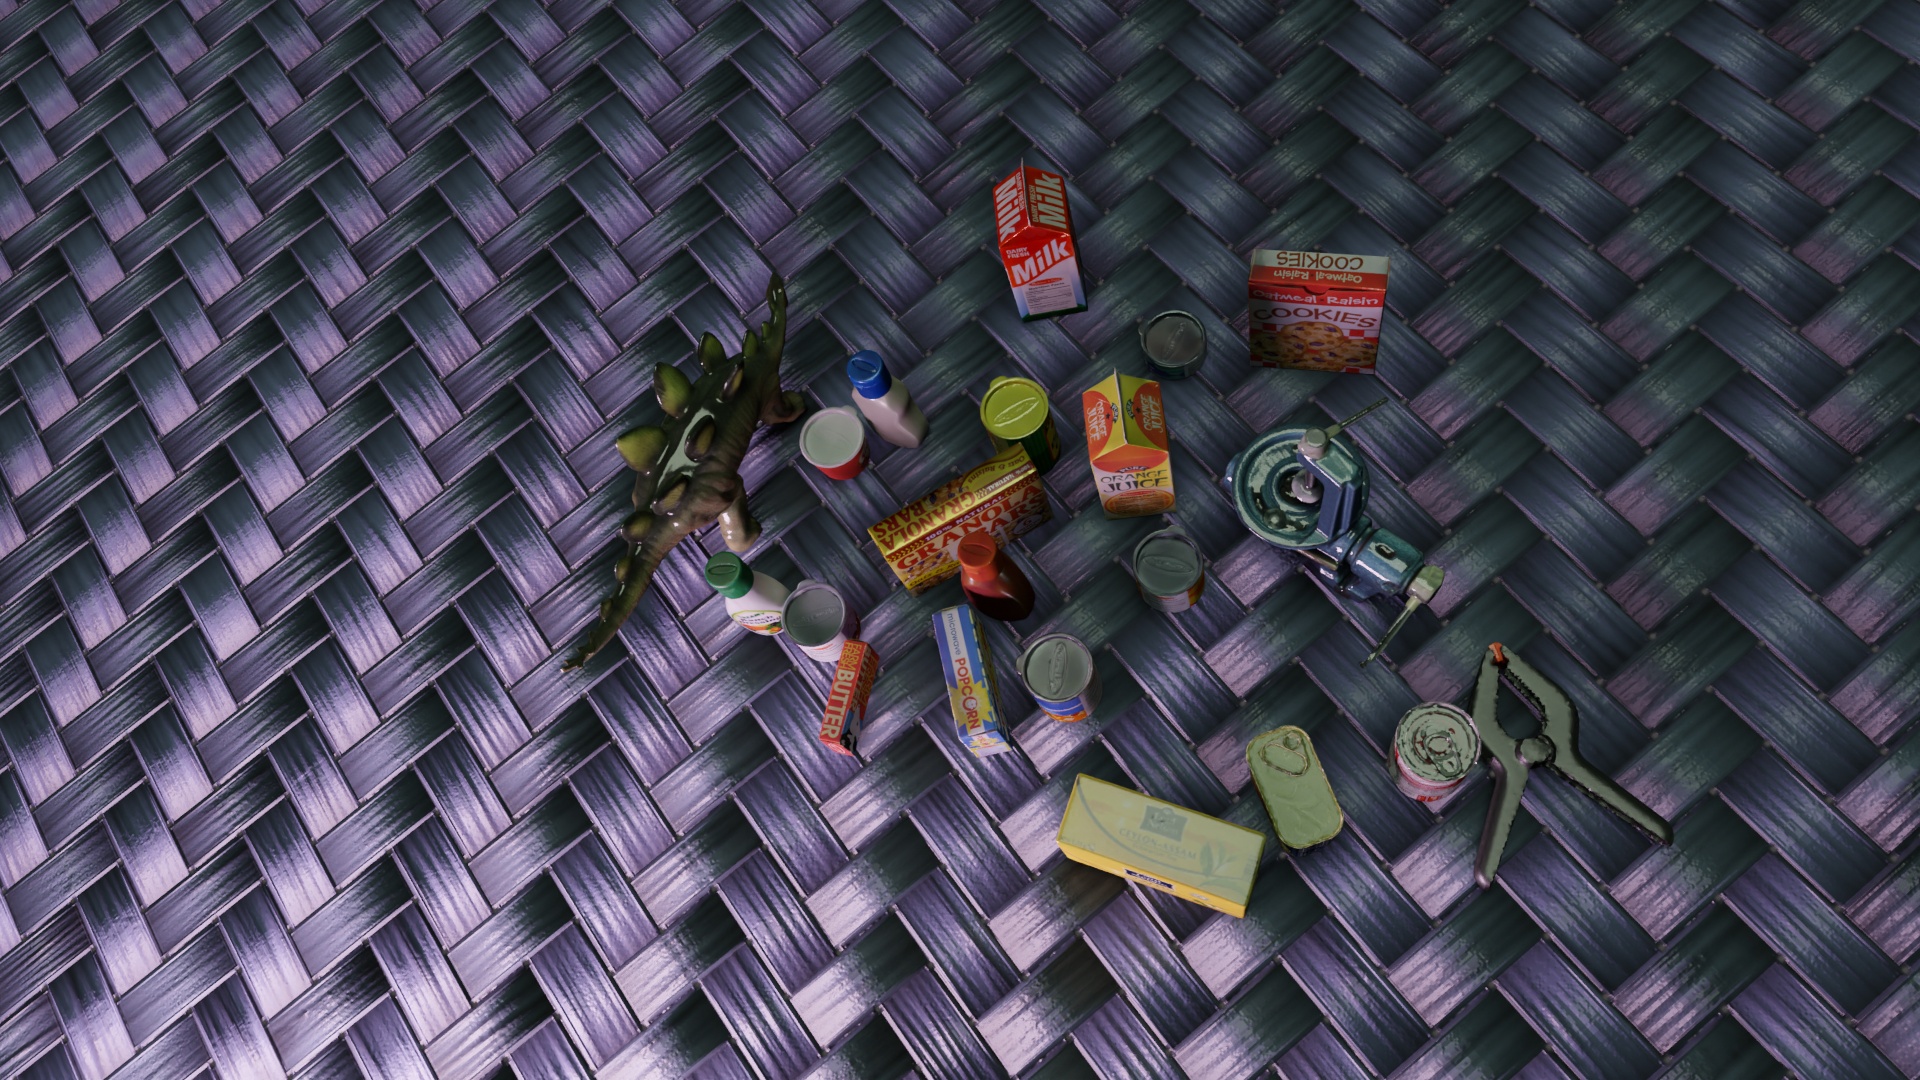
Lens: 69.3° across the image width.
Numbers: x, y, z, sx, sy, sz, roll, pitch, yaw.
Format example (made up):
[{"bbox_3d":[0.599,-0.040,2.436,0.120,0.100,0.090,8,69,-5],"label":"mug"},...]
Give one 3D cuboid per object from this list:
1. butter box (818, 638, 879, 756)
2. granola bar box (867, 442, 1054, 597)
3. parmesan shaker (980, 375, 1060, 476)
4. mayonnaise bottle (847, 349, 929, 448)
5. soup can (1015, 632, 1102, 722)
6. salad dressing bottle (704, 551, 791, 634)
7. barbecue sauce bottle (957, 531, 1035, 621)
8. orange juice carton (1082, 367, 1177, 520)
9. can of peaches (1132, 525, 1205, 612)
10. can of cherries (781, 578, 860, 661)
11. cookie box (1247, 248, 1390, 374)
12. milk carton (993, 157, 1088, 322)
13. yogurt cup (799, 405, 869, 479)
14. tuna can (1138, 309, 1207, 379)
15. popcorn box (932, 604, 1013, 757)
[{"bbox_3d":[-0.107,0.151,1.341,0.024,0.053,0.104,9,71,15],"label":"butter box"},{"bbox_3d":[0.005,-0.017,1.343,0.165,0.124,0.039,-30,67,0],"label":"granola bar box"},{"bbox_3d":[0.061,-0.112,1.380,0.071,0.103,0.071,-4,69,11],"label":"parmesan shaker"},{"bbox_3d":[-0.076,-0.142,1.396,0.065,0.147,0.041,23,76,19],"label":"mayonnaise bottle"},{"bbox_3d":[0.093,0.128,1.291,0.071,0.083,0.071,-4,69,11],"label":"soup can"},{"bbox_3d":[-0.206,0.051,1.349,0.064,0.147,0.044,-5,69,10],"label":"salad dressing bottle"},{"bbox_3d":[0.029,0.034,1.305,0.065,0.148,0.044,13,73,16],"label":"barbecue sauce bottle"},{"bbox_3d":[0.158,-0.088,1.301,0.073,0.192,0.072,-7,68,10],"label":"orange juice carton"},{"bbox_3d":[0.200,0.028,1.321,0.071,0.058,0.071,-4,69,11],"label":"can of peaches"},{"bbox_3d":[-0.137,0.079,1.372,0.071,0.058,0.072,-4,69,11],"label":"can of cherries"},{"bbox_3d":[0.339,-0.215,1.325,0.123,0.167,0.040,6,71,14],"label":"cookie box"},{"bbox_3d":[0.079,-0.302,1.401,0.073,0.190,0.072,-9,68,9],"label":"milk carton"},{"bbox_3d":[-0.127,-0.097,1.441,0.072,0.053,0.072,-4,69,11],"label":"yogurt cup"},{"bbox_3d":[0.216,-0.200,1.419,0.071,0.032,0.071,-4,69,11],"label":"tuna can"},{"bbox_3d":[0.012,0.132,1.305,0.038,0.085,0.127,-16,67,6],"label":"popcorn box"}]
